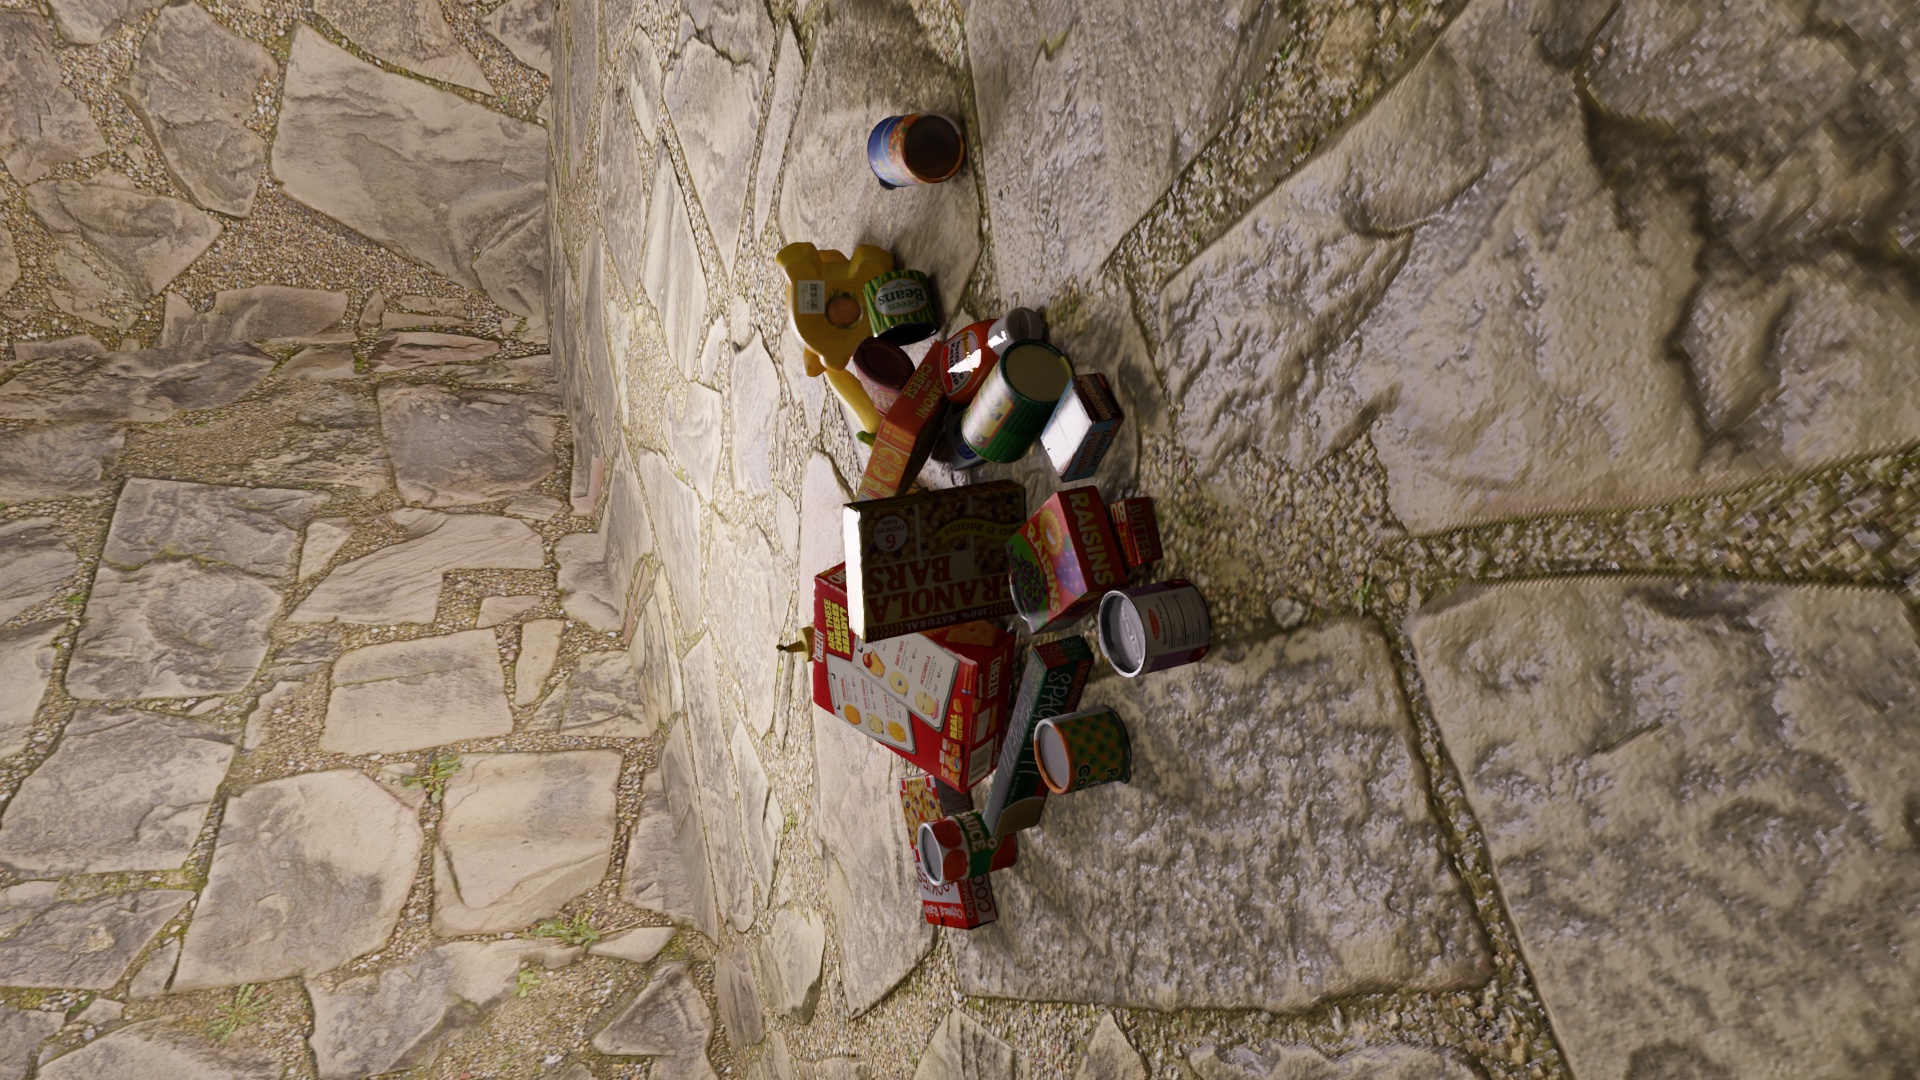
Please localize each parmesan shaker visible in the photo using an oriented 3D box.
[{"bbox_3d":[0.048,-0.121,1.185,0.102,0.071,0.071,126,130,-58],"label":"parmesan shaker"}]

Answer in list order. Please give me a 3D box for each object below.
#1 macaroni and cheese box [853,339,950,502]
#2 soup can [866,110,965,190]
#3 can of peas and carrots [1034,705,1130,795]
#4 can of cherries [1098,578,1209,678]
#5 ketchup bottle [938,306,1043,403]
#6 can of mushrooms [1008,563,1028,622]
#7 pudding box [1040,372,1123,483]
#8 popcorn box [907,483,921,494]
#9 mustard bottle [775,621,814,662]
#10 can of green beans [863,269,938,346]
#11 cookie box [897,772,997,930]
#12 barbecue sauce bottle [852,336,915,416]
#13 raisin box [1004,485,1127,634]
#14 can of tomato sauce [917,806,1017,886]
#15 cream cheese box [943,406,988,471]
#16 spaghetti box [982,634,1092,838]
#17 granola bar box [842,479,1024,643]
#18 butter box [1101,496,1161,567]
[{"bbox_3d":[-0.052,-0.099,1.365,0.124,0.040,0.165,-60,-2,-38],"label":"macaroni and cheese box"},{"bbox_3d":[-0.042,-0.362,1.296,0.084,0.071,0.071,-155,59,-62],"label":"soup can"},{"bbox_3d":[0.103,0.180,1.179,0.071,0.059,0.071,171,89,-67],"label":"can of peas and carrots"},{"bbox_3d":[0.144,0.065,1.044,0.071,0.058,0.071,-141,46,-56],"label":"can of cherries"},{"bbox_3d":[0.027,-0.169,1.242,0.148,0.043,0.065,157,109,-65],"label":"ketchup bottle"},{"bbox_3d":[0.072,0.037,1.230,0.071,0.033,0.071,172,89,-67],"label":"can of mushrooms"},{"bbox_3d":[0.097,-0.091,1.127,0.050,0.030,0.083,67,153,27],"label":"pudding box"},{"bbox_3d":[-0.061,0.001,1.511,0.085,0.038,0.126,-139,45,-55],"label":"popcorn box"},{"bbox_3d":[-0.131,0.108,1.558,0.065,0.161,0.049,157,101,-67],"label":"mustard bottle"},{"bbox_3d":[-0.060,-0.232,1.387,0.071,0.071,0.058,148,111,-65],"label":"can of green beans"},{"bbox_3d":[-0.018,0.341,1.538,0.122,0.040,0.167,151,108,-65],"label":"cookie box"},{"bbox_3d":[-0.074,-0.162,1.421,0.065,0.044,0.148,34,172,6],"label":"barbecue sauce bottle"},{"bbox_3d":[0.084,0.018,1.123,0.123,0.040,0.086,131,127,-63],"label":"raisin box"},{"bbox_3d":[0.006,0.310,1.417,0.071,0.083,0.071,171,89,-67],"label":"can of tomato sauce"},{"bbox_3d":[0.017,-0.100,1.313,0.103,0.024,0.053,164,97,-66],"label":"cream cheese box"},{"bbox_3d":[0.068,0.184,1.273,0.029,0.050,0.248,57,147,39],"label":"spaghetti box"},{"bbox_3d":[-0.021,0.017,1.266,0.039,0.166,0.123,29,125,60],"label":"granola bar box"},{"bbox_3d":[0.121,-0.003,1.112,0.103,0.024,0.053,166,94,-67],"label":"butter box"}]
